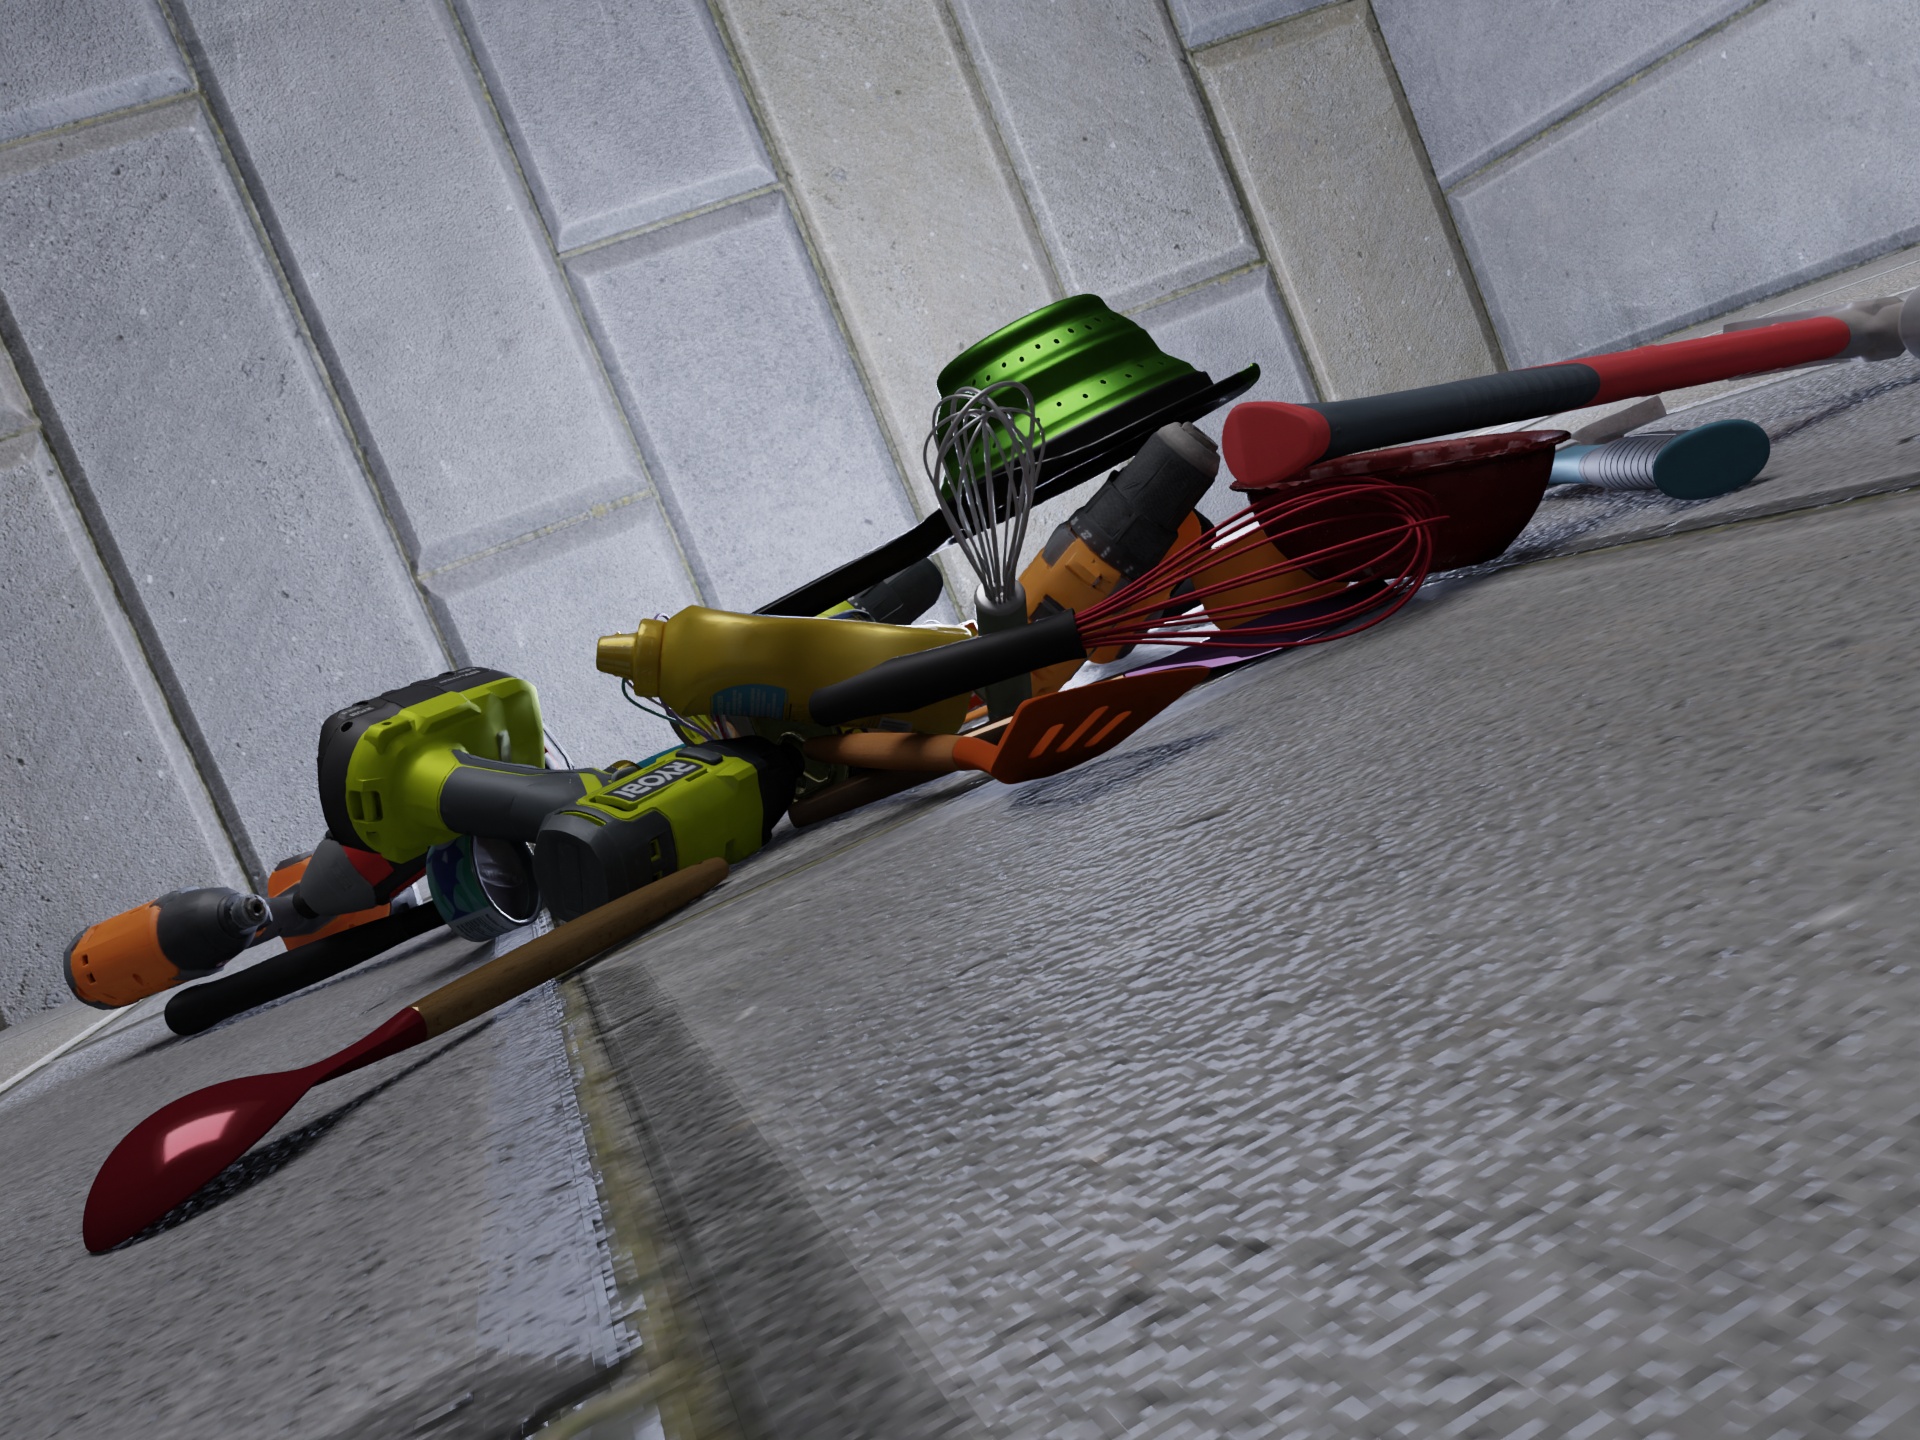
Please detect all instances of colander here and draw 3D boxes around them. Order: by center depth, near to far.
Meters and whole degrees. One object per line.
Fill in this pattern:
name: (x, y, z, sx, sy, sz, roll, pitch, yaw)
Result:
colander: (-0.019, -0.151, 0.956, 0.397, 0.094, 0.204, -27, 3, 10)

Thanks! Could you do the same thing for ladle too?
ladle: (-0.188, 0.107, 0.610, 0.069, 0.031, 0.315, -20, 3, 33)

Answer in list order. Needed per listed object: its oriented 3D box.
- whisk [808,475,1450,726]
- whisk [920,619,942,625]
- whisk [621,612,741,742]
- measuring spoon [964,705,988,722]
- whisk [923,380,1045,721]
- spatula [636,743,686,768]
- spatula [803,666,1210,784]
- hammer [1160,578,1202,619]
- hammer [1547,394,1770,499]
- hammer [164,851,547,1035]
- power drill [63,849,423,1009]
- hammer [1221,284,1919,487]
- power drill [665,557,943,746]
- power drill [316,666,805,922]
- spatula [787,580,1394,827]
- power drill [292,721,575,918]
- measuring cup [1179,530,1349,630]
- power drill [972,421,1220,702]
whisk: (0.072, -0.044, 0.709, 0.296, 0.073, 0.073, -16, 6, 8)
whisk: (-0.080, -0.011, 1.256, 0.070, 0.070, 0.284, -19, 10, 37)
whisk: (-0.152, 0.005, 0.967, 0.051, 0.047, 0.244, -53, -19, -14)
measuring spoon: (-0.002, -0.003, 1.046, 0.117, 0.011, 0.021, -21, 5, 13)
whisk: (0.018, -0.065, 0.747, 0.059, 0.058, 0.246, -41, -28, -20)
spatula: (-0.239, 0.058, 1.264, 0.082, 0.044, 0.317, -24, 6, -9)
spatula: (-0.008, 0.005, 0.714, 0.081, 0.041, 0.323, -10, 4, -26)
hammer: (0.231, -0.127, 1.228, 0.409, 0.036, 0.149, -26, 5, -34)
hammer: (0.335, -0.132, 0.820, 0.128, 0.033, 0.331, -23, 5, 10)
hammer: (-0.372, 0.138, 1.033, 0.335, 0.035, 0.146, -22, 4, 11)
power drill: (-0.504, 0.142, 1.163, 0.164, 0.084, 0.226, -20, -2, 24)
hammer: (0.291, -0.162, 0.768, 0.386, 0.038, 0.143, -13, 10, -19)
power drill: (-0.120, -0.045, 1.169, 0.190, 0.080, 0.228, -39, 11, -21)
power drill: (-0.205, 0.034, 0.830, 0.223, 0.080, 0.171, 11, 23, 29)
spatula: (0.059, -0.007, 0.779, 0.316, 0.018, 0.060, -21, 15, 11)
power drill: (-0.363, 0.067, 1.100, 0.143, 0.078, 0.220, -35, 6, 11)
measuring cup: (0.174, -0.084, 0.923, 0.095, 0.052, 0.173, -23, 1, 1)
power drill: (0.093, -0.099, 0.940, 0.185, 0.084, 0.226, -52, -5, 19)
